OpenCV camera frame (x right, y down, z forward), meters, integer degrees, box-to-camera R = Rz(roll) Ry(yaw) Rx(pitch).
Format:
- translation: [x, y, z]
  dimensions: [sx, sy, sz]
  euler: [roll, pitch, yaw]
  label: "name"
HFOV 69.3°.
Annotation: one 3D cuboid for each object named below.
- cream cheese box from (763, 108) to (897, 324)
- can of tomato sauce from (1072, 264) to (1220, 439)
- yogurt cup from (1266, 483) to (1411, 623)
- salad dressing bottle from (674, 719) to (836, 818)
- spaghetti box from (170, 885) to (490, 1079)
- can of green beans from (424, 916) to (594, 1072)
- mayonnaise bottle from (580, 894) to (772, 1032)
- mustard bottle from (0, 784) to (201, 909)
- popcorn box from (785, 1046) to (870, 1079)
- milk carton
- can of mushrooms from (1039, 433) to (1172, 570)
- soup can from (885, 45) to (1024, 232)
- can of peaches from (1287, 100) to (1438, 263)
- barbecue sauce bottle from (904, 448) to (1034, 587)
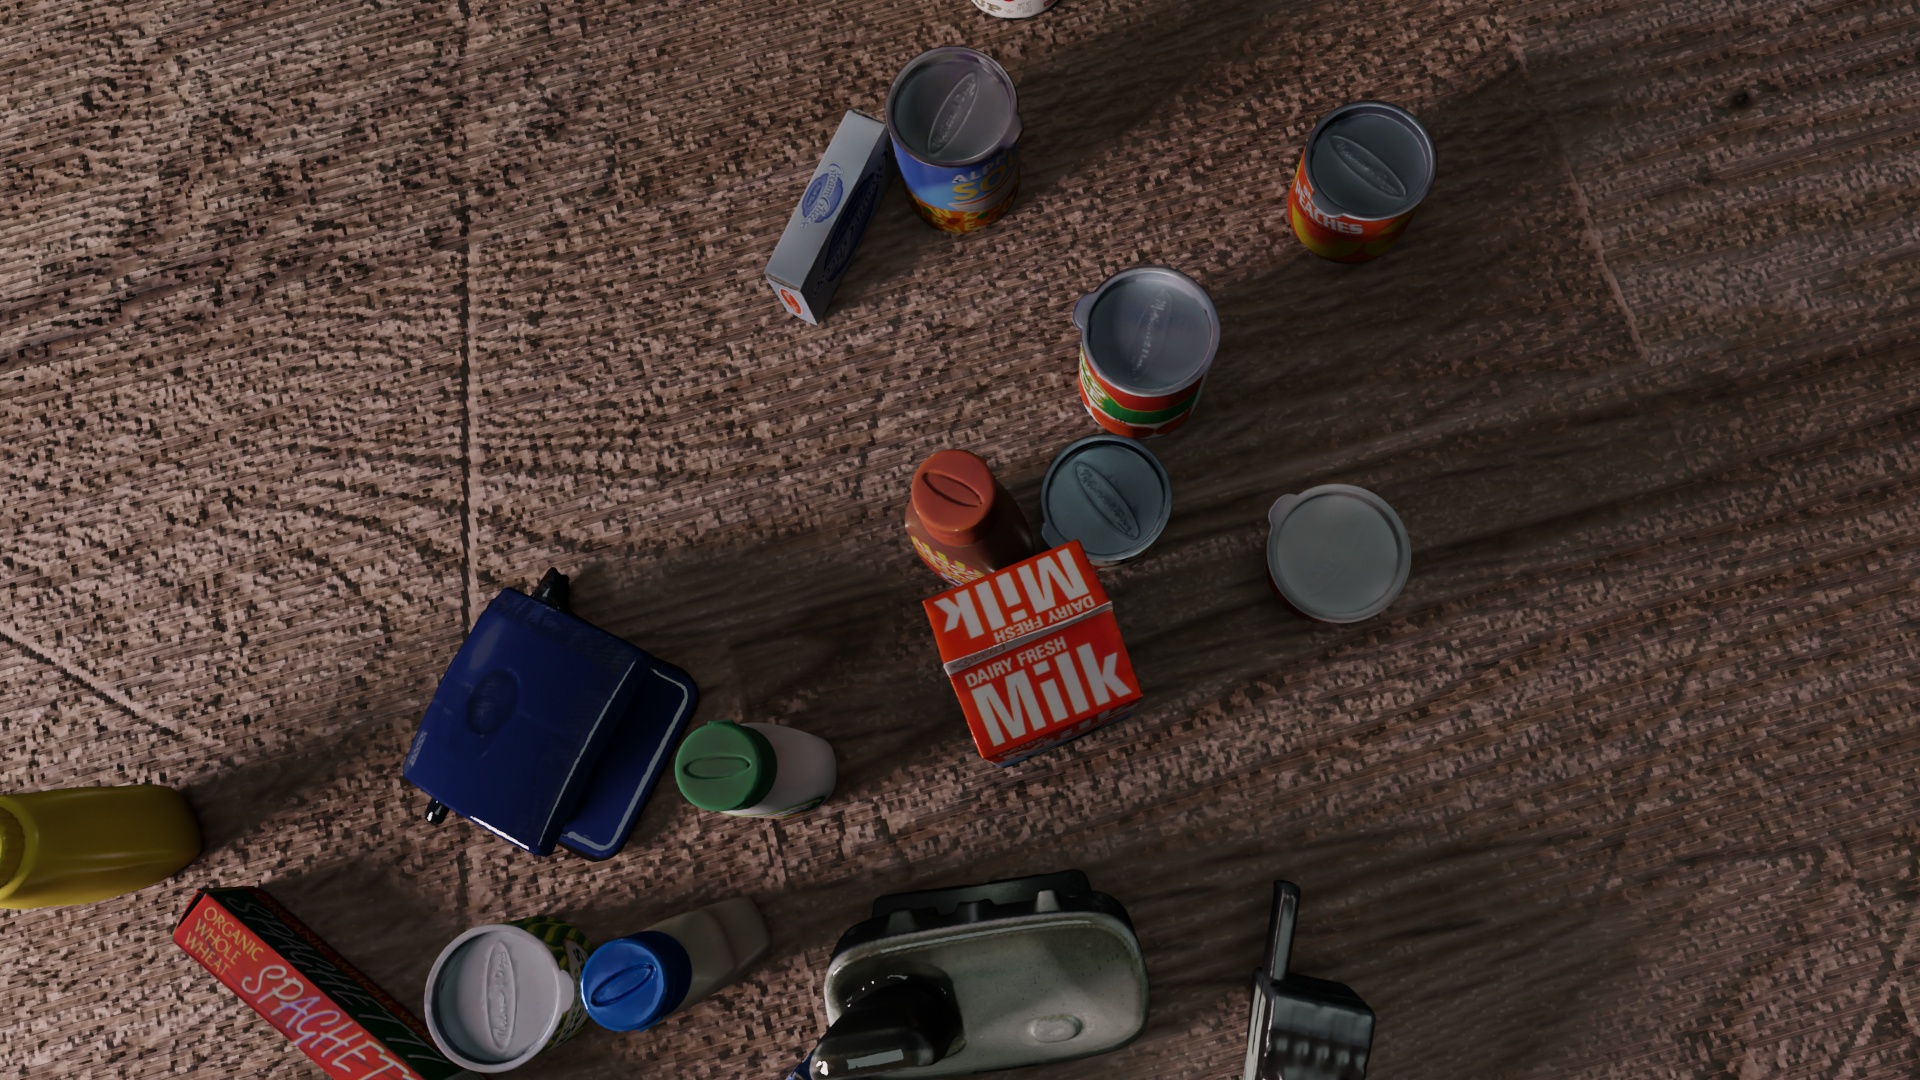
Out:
- translation: [-0.068, -0.172, 0.742]
  dimensions: [0.024, 0.053, 0.104]
  euler: [24, 81, 8]
  label: "cream cheese box"
- translation: [0.091, -0.092, 0.700]
  dimensions: [0.071, 0.083, 0.071]
  euler: [-1, 79, 4]
  label: "can of tomato sauce"
- translation: [0.183, 0.010, 0.688]
  dimensions: [0.072, 0.054, 0.072]
  euler: [-1, 79, 4]
  label: "yogurt cup"
- translation: [-0.095, 0.106, 0.638]
  dimensions: [0.064, 0.147, 0.044]
  euler: [-5, 79, 3]
  label: "salad dressing bottle"
- translation: [-0.272, 0.252, 0.670]
  dimensions: [0.250, 0.050, 0.029]
  euler: [35, 83, 10]
  label: "spaghetti box"
- translation: [-0.214, 0.217, 0.669]
  dimensions: [0.071, 0.057, 0.071]
  euler: [-1, 79, 4]
  label: "can of green beans"
- translation: [-0.129, 0.190, 0.623]
  dimensions: [0.065, 0.148, 0.041]
  euler: [-29, 78, -2]
  label: "mayonnaise bottle"
- translation: [-0.426, 0.142, 0.646]
  dimensions: [0.065, 0.160, 0.049]
  euler: [-26, 78, -1]
  label: "mustard bottle"
- translation: [-0.093, 0.297, 0.631]
  dimensions: [0.038, 0.085, 0.127]
  euler: [36, 83, 10]
  label: "popcorn box"
- translation: [0.033, 0.053, 0.619]
  dimensions: [0.072, 0.190, 0.073]
  euler: [-22, 78, 0]
  label: "milk carton"
- translation: [0.072, -0.018, 0.711]
  dimensions: [0.071, 0.033, 0.071]
  euler: [-1, 78, 4]
  label: "can of mushrooms"
- translation: [0.000, -0.207, 0.729]
  dimensions: [0.071, 0.083, 0.071]
  euler: [-1, 79, 4]
  label: "soup can"
- translation: [0.206, -0.184, 0.724]
  dimensions: [0.071, 0.058, 0.071]
  euler: [-1, 79, 4]
  label: "can of peaches"
- translation: [0.002, -0.008, 0.655]
  dimensions: [0.065, 0.148, 0.044]
  euler: [27, 82, 9]
  label: "barbecue sauce bottle"
